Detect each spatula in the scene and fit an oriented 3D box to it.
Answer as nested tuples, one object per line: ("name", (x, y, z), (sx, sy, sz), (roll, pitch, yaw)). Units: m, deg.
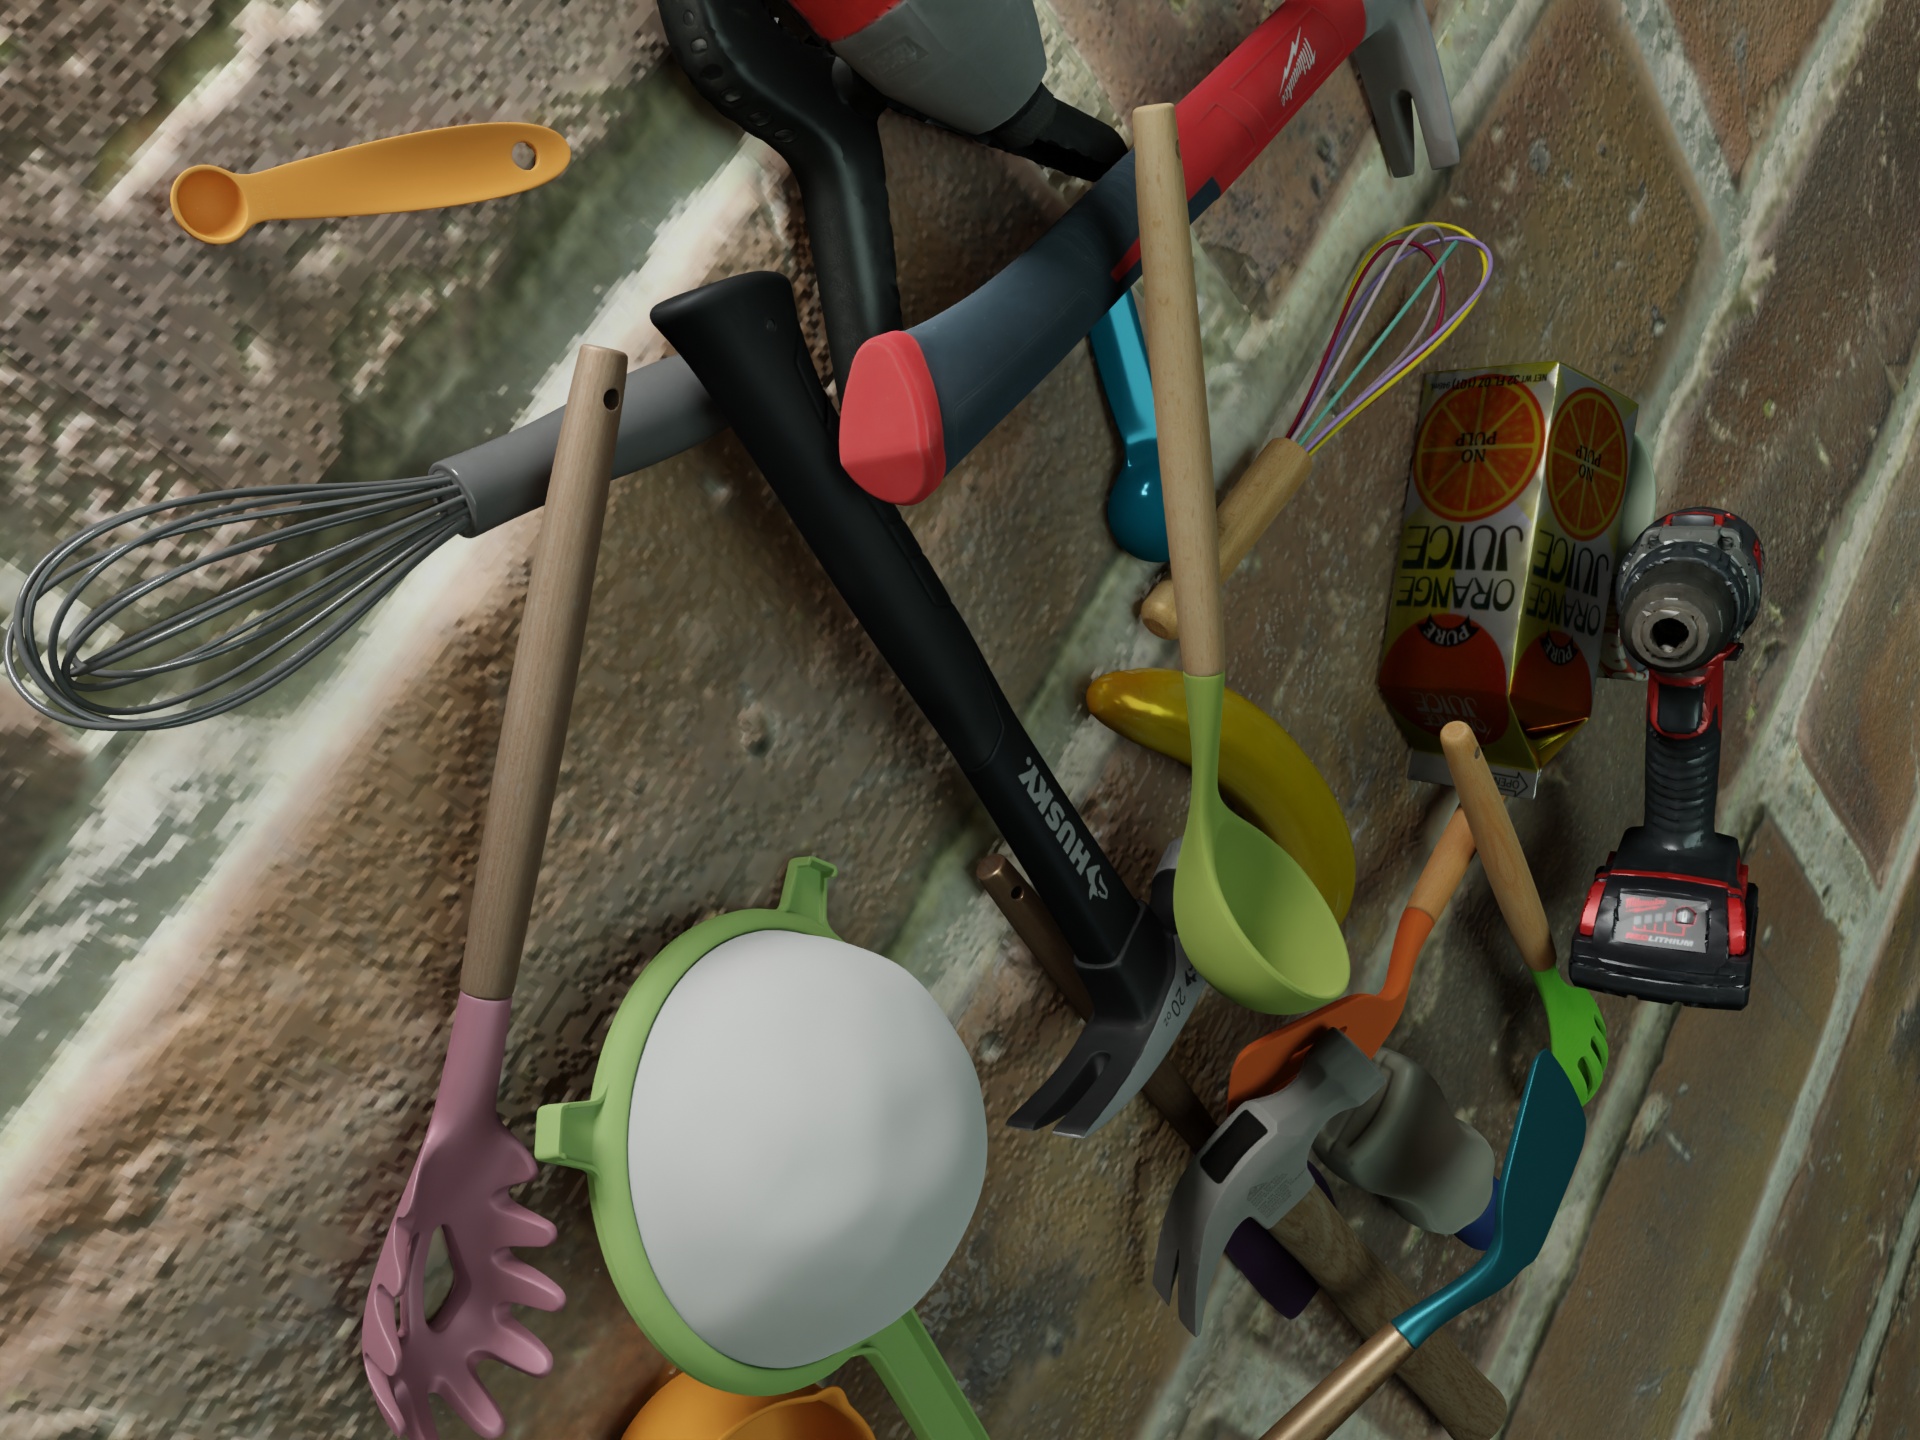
("spatula", (0.092, 0.159, 0.675), (0.060, 0.018, 0.315), (-48, 123, -17))
("spatula", (0.214, 0.073, 0.744), (0.323, 0.041, 0.080), (-49, 144, -35))
("spatula", (0.167, 0.278, 0.692), (0.317, 0.044, 0.082), (-42, 130, -3))

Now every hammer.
("hammer", (-0.001, -0.002, 0.535), (0.334, 0.035, 0.146), (57, 48, -31))
("hammer", (0.085, -0.185, 0.575), (0.386, 0.038, 0.143), (-51, 125, -34))
("hammer", (0.190, 0.270, 0.739), (0.130, 0.031, 0.331), (-42, 128, -4))

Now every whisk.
("whisk", (0.149, -0.129, 0.677), (0.047, 0.051, 0.245), (41, 72, -8))
("whisk", (-0.142, -0.063, 0.443), (0.239, 0.055, 0.055), (-34, 116, -37))

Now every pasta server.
("pasta server", (-0.124, 0.053, 0.449), (0.060, 0.040, 0.316), (2, 103, -56))

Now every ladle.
("ladle", (0.093, -0.042, 0.543), (0.078, 0.062, 0.320), (-52, 137, -60))

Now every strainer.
("strainer", (-0.015, 0.176, 0.509), (0.151, 0.069, 0.256), (-45, 113, -51))

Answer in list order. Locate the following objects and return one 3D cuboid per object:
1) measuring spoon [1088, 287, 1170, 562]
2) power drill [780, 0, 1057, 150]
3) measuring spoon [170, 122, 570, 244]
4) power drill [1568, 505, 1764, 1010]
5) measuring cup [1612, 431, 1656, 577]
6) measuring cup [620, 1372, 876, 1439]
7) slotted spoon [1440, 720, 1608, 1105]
("measuring spoon", (0.068, -0.122, 0.611), (0.042, 0.021, 0.128), (-18, 105, -5))
("power drill", (0.004, -0.286, 0.480), (0.143, 0.078, 0.220), (40, 59, -34))
("measuring spoon", (-0.159, -0.149, 0.439), (0.117, 0.011, 0.021), (-27, 112, -38))
("power drill", (0.336, 0.018, 0.747), (0.188, 0.080, 0.226), (-29, 119, -58))
("measuring cup", (0.300, -0.073, 0.805), (0.083, 0.038, 0.168), (36, 75, -36))
("measuring cup", (-0.048, 0.276, 0.555), (0.173, 0.052, 0.095), (35, 74, -38))
("slotted spoon", (0.279, 0.105, 0.779), (0.070, 0.031, 0.313), (-59, 136, -27))
